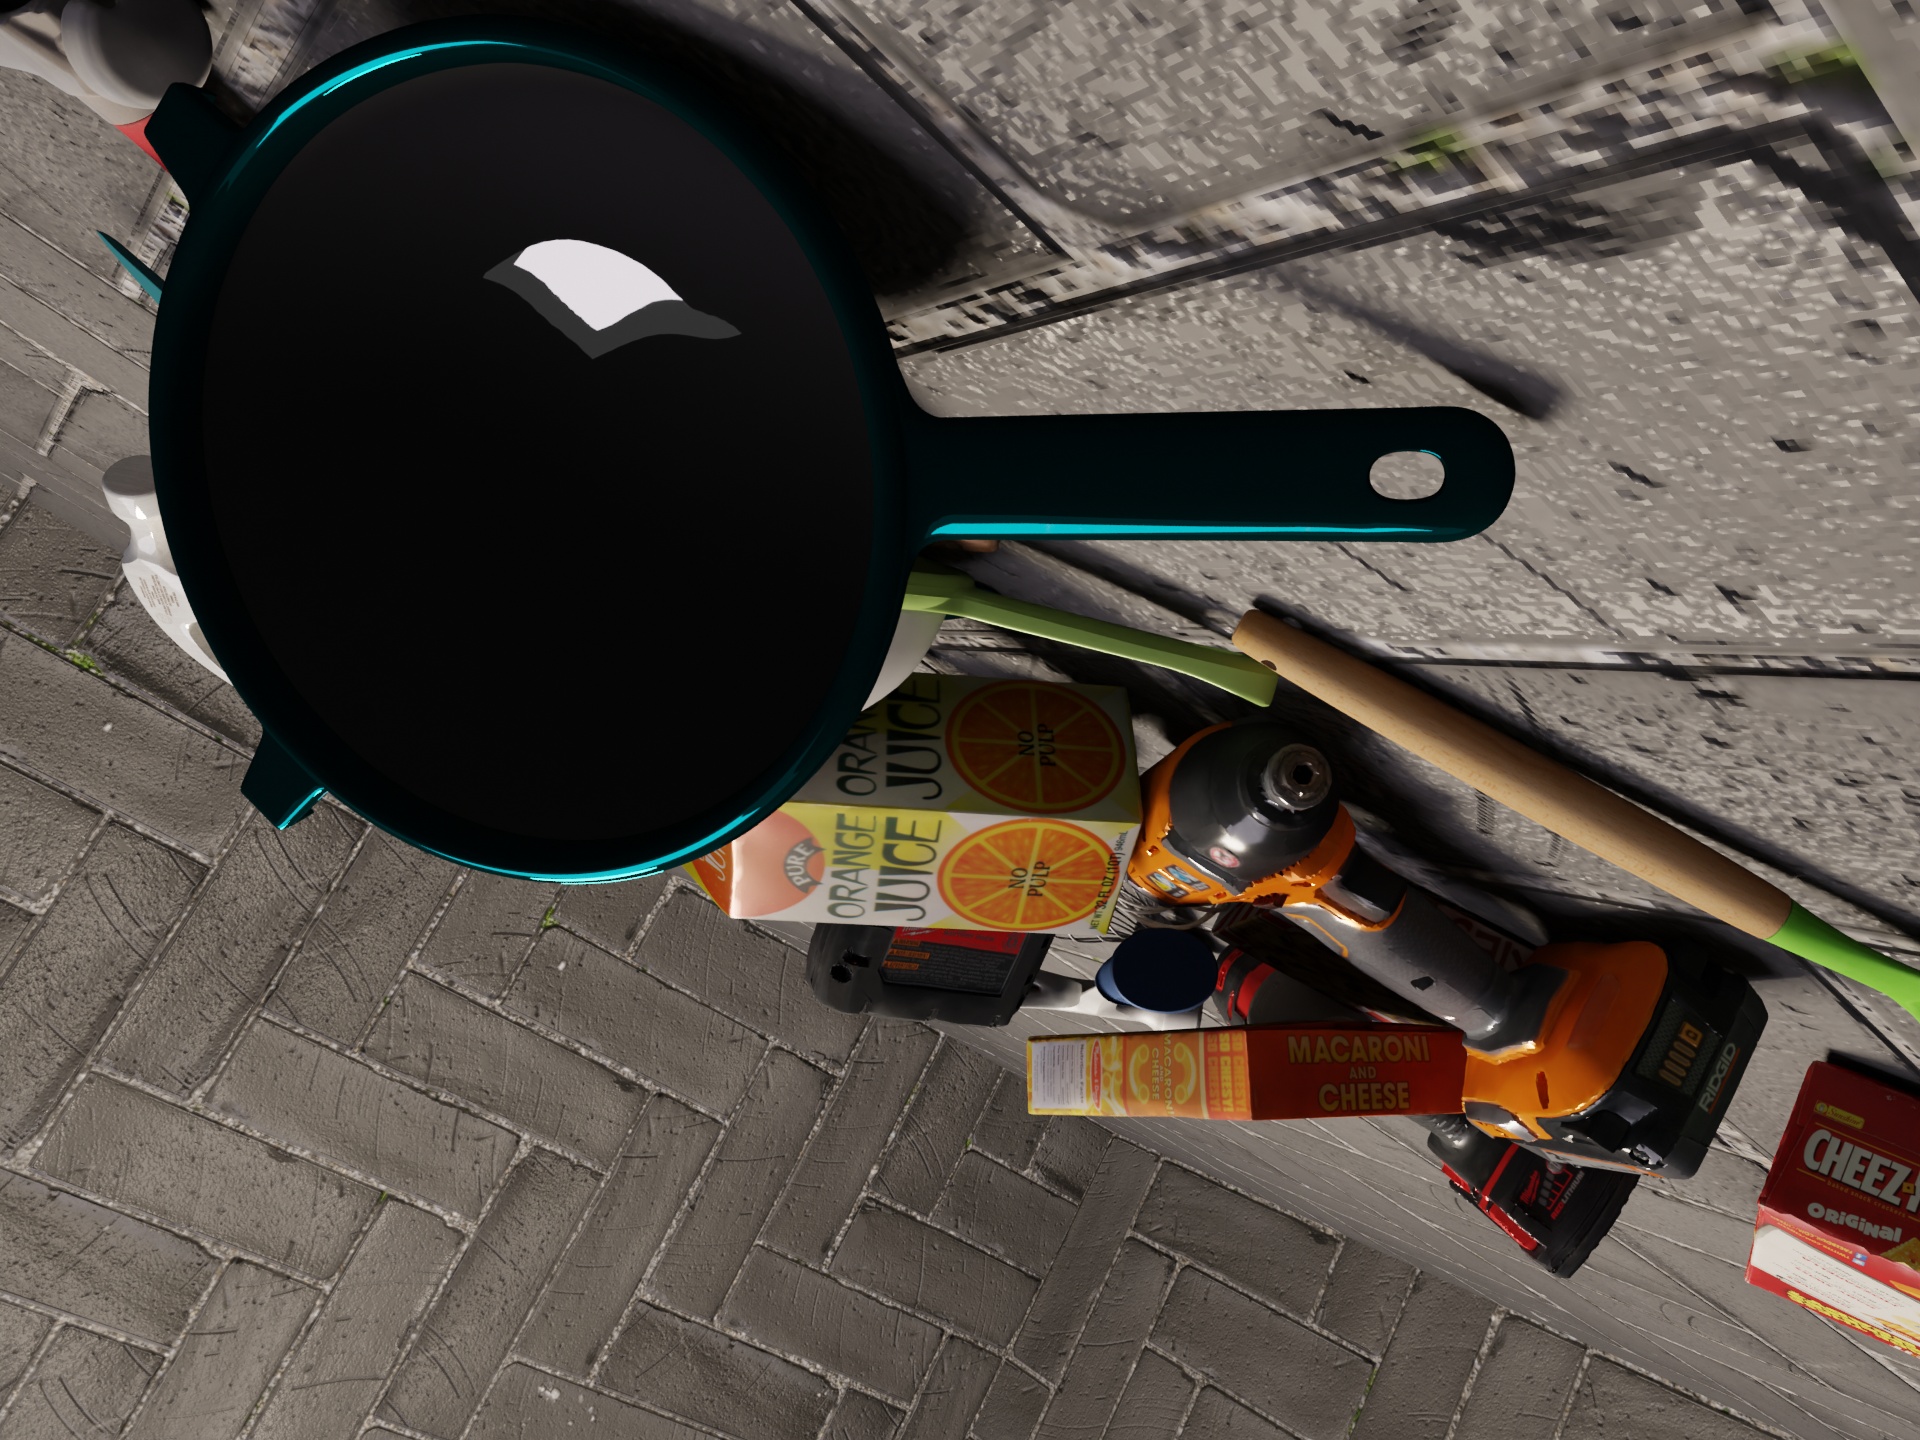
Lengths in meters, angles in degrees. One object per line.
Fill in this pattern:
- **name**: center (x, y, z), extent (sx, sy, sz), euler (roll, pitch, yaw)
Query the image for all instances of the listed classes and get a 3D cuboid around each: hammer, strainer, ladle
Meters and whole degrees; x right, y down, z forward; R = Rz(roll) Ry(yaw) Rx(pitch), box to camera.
- **hammer**: center (-0.230, -0.035, 0.753), extent (0.331, 0.033, 0.128), euler (13, 139, 1)
- **hammer**: center (-0.209, -0.136, 0.633), extent (0.143, 0.038, 0.385), euler (20, 164, 36)
- **strainer**: center (-0.024, -0.020, 0.545), extent (0.256, 0.069, 0.151), euler (15, -171, 12)
- **hammer**: center (0.077, 0.138, 0.825), extent (0.144, 0.035, 0.405), euler (9, 169, 3)
- **strainer**: center (-0.039, -0.067, 0.410), extent (0.340, 0.211, 0.095), euler (2, -165, 16)
- **ladle**: center (-0.153, -0.067, 0.594), extent (0.069, 0.031, 0.315), euler (27, -172, 24)

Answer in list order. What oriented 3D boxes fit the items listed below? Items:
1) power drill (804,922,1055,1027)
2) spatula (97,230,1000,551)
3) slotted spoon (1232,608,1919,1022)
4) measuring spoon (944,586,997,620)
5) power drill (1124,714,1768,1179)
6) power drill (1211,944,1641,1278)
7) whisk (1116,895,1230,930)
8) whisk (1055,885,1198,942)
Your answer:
- **power drill**: center (-0.072, 0.056, 0.800), extent (0.187, 0.080, 0.227), euler (13, -163, -34)
- **spatula**: center (-0.139, -0.101, 0.544), extent (0.317, 0.044, 0.082), euler (11, 162, 5)
- **slotted spoon**: center (0.223, 0.046, 0.477), extent (0.314, 0.031, 0.070), euler (29, 166, 4)
- **measuring spoon**: center (-0.029, -0.053, 0.644), extent (0.129, 0.021, 0.042), euler (0, 153, 46)
- **power drill**: center (0.169, 0.077, 0.587), extent (0.226, 0.084, 0.164), euler (32, 167, 1)
- **power drill**: center (0.242, 0.197, 0.847), extent (0.219, 0.078, 0.143), euler (34, 180, -9)
- **whisk**: center (0.022, 0.030, 0.777), extent (0.246, 0.057, 0.059), euler (29, -162, 16)
- **whisk**: center (0.102, 0.116, 0.910), extent (0.070, 0.070, 0.284), euler (21, 170, 28)
